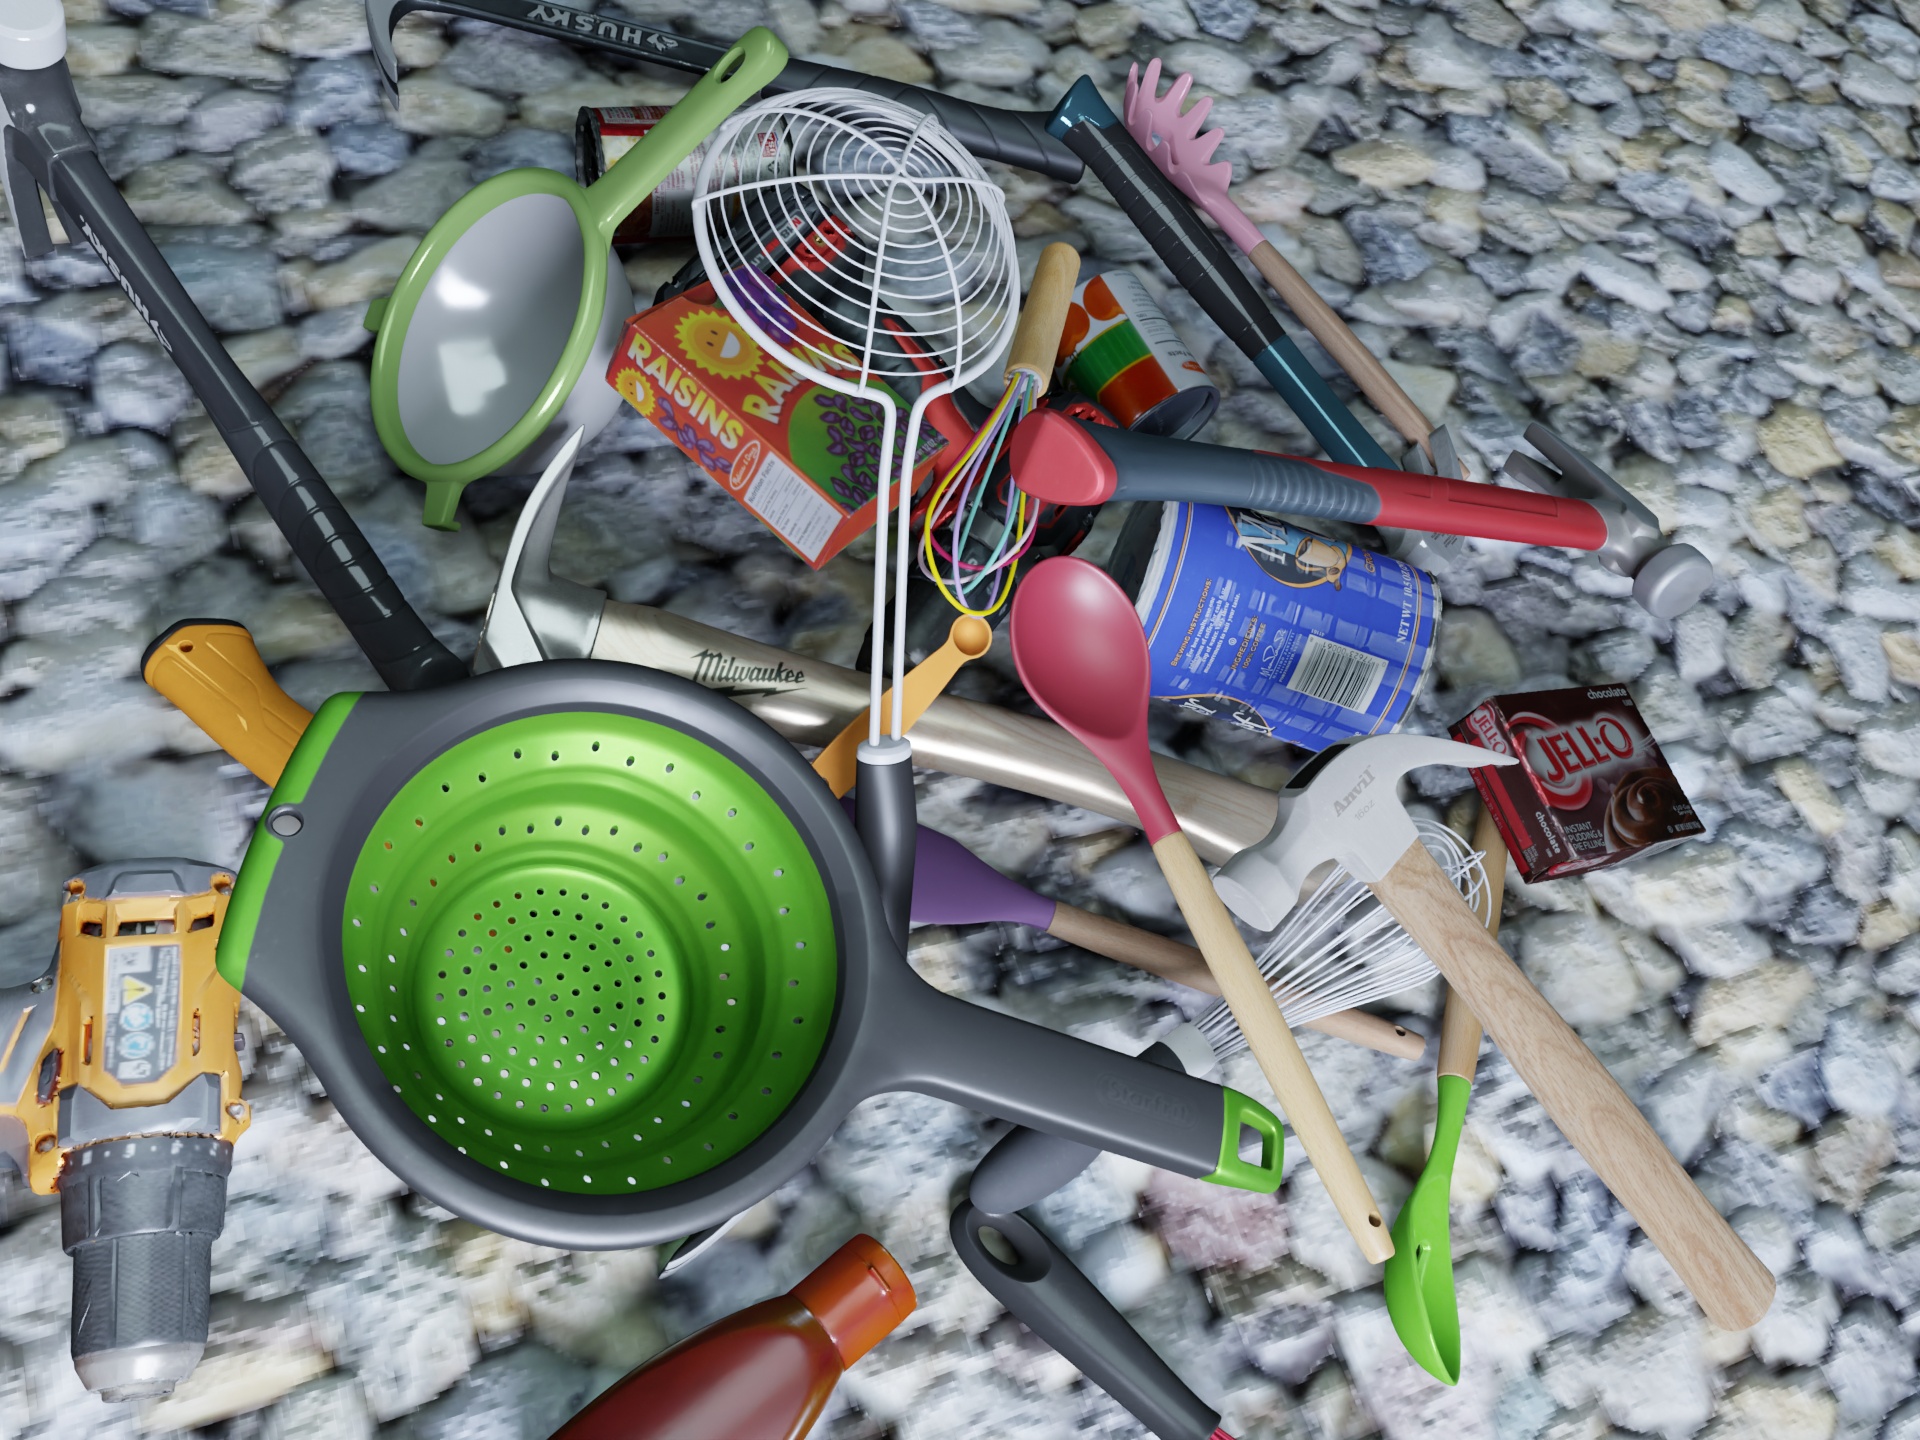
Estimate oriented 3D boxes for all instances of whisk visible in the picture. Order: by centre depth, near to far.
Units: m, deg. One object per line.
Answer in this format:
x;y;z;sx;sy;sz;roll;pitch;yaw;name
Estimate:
0.107;0.291;0.611;0.296;0.073;0.073;41;60;14;whisk
0.120;0.125;0.680;0.284;0.070;0.070;-29;74;-21;whisk
0.024;-0.144;0.726;0.047;0.051;0.245;22;52;-8;whisk

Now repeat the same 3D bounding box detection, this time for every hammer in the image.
-0.200;0.074;0.643;0.337;0.034;0.127;37;58;4;hammer
0.250;0.138;0.679;0.130;0.031;0.331;-45;104;-16;hammer
-0.315;-0.136;0.684;0.035;0.146;0.335;-34;88;-32;hammer
-0.001;-0.002;0.707;0.410;0.038;0.146;15;81;-16;hammer
0.187;-0.116;0.758;0.386;0.038;0.143;2;39;-30;hammer
0.158;-0.212;0.861;0.331;0.033;0.128;51;49;0;hammer
-0.124;-0.364;0.893;0.408;0.036;0.149;10;62;-12;hammer

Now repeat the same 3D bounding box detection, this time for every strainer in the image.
-0.158;-0.201;0.715;0.069;0.256;0.152;25;33;-54;strainer

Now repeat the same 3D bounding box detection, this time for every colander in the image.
-0.064;0.117;0.596;0.397;0.094;0.205;22;58;-18;colander

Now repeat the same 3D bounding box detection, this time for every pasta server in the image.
0.196;-0.263;0.934;0.060;0.040;0.316;-27;75;-38;pasta server

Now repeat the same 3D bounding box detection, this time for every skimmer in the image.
-0.040;-0.055;0.632;0.127;0.363;0.090;-10;26;-28;skimmer

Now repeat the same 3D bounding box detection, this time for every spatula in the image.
0.064;0.098;0.716;0.316;0.018;0.060;20;43;-6;spatula

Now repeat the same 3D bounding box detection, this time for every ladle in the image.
0.099;0.071;0.659;0.069;0.031;0.316;-16;70;-28;ladle

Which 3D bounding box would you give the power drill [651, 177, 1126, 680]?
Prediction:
-0.048;-0.132;0.773;0.226;0.080;0.188;38;66;0;power drill

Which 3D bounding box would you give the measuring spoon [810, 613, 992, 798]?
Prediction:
-0.030;-0.003;0.676;0.117;0.011;0.021;-46;106;-14;measuring spoon

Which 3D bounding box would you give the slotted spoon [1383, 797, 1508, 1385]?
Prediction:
0.231;0.145;0.734;0.070;0.031;0.314;55;44;-38;slotted spoon

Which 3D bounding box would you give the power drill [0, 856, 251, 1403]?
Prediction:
-0.362;0.143;0.536;0.226;0.084;0.185;-1;65;-22;power drill
